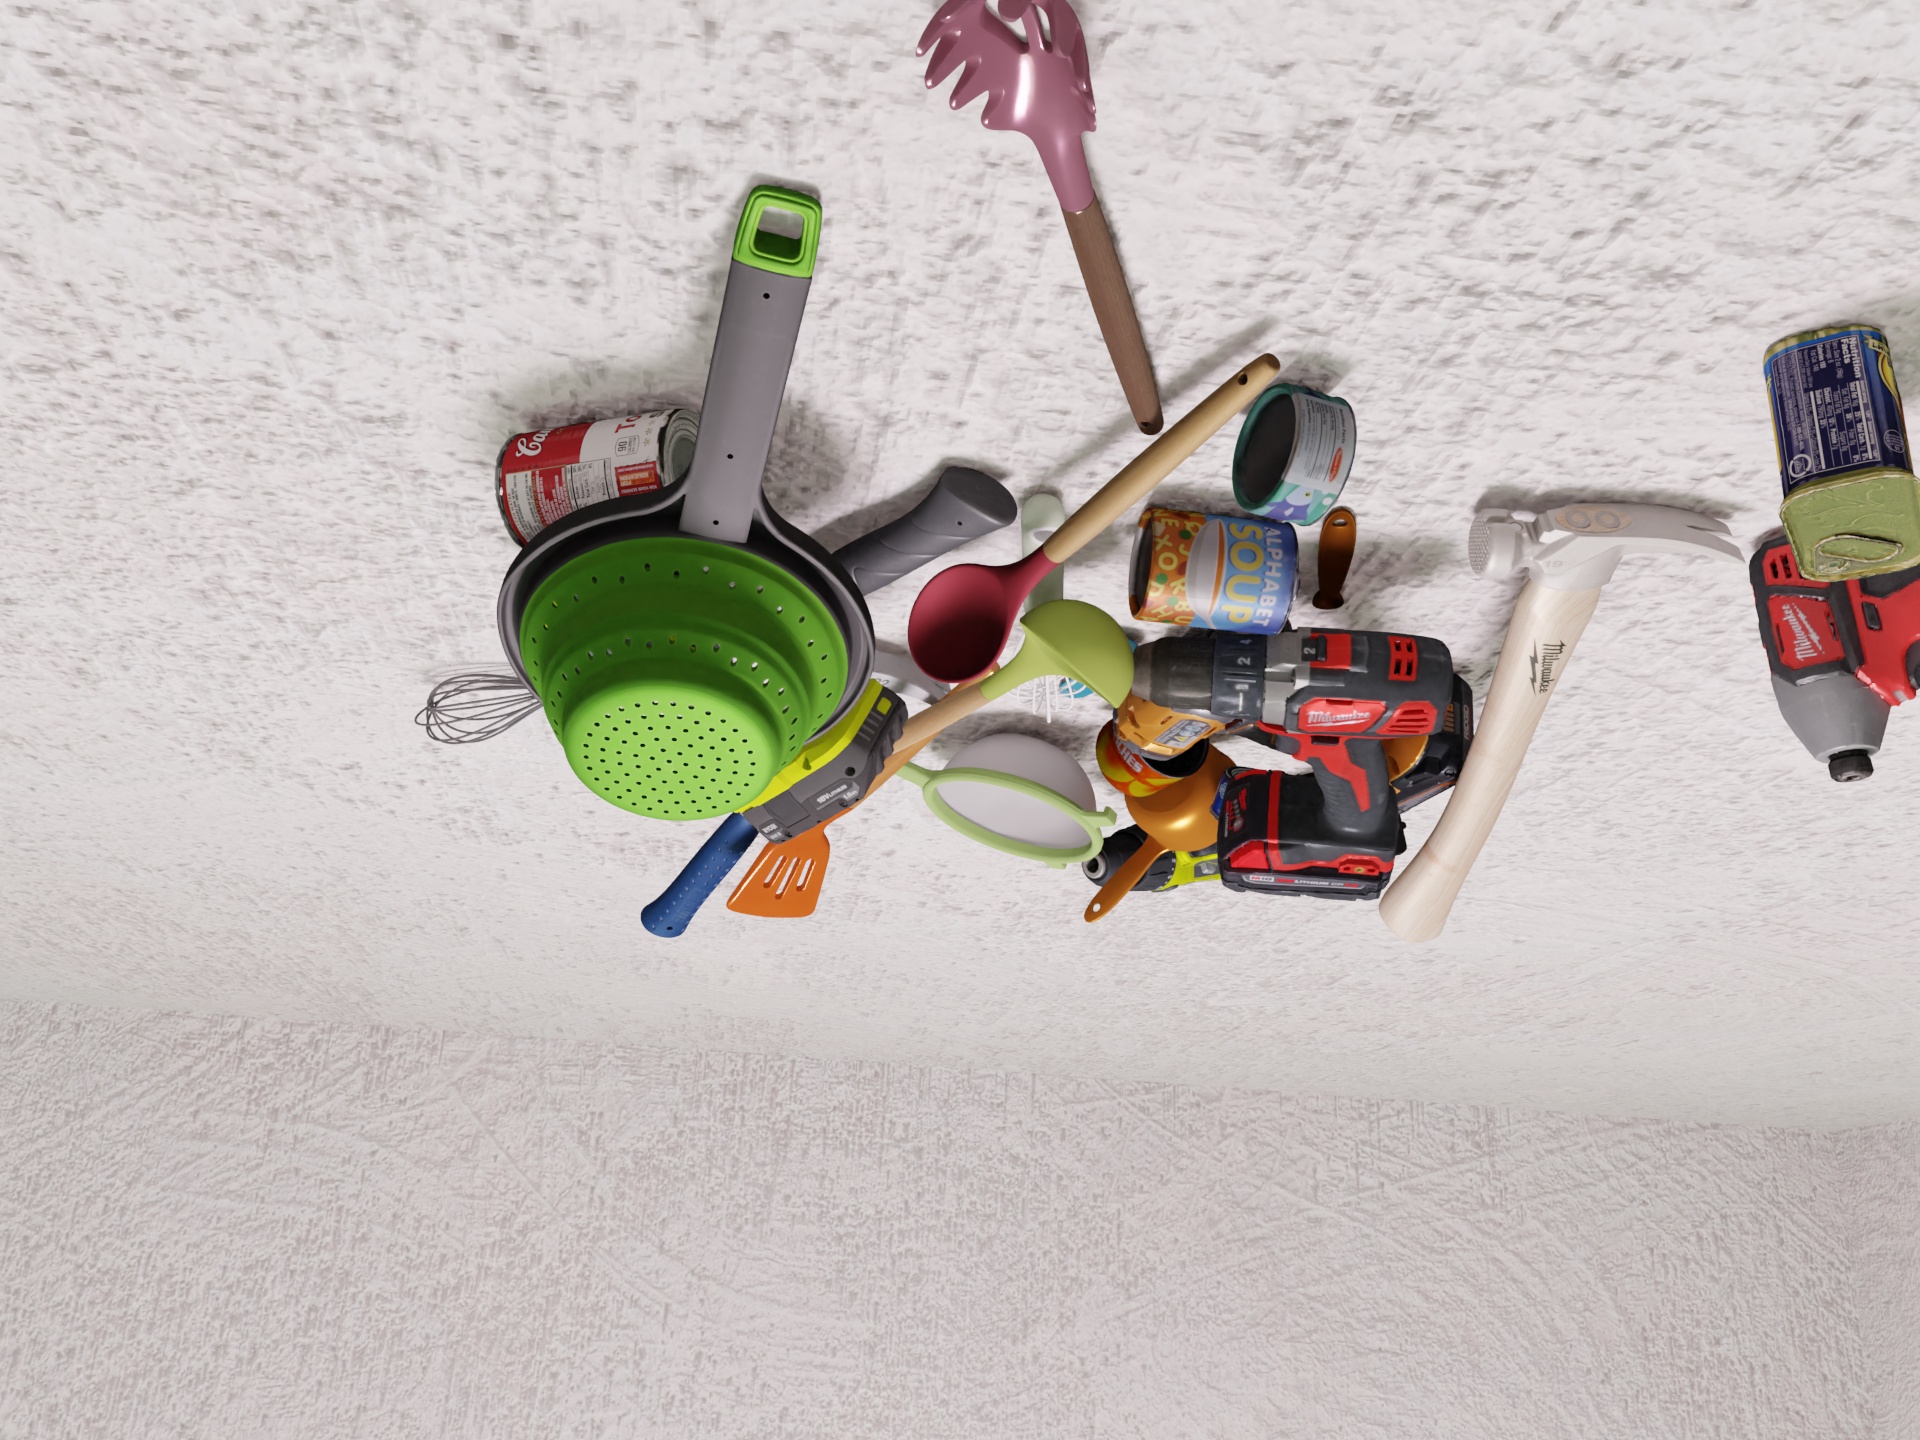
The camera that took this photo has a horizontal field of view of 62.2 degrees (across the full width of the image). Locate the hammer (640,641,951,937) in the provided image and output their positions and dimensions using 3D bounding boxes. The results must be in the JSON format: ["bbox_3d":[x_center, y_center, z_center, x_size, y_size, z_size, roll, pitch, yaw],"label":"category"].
[{"bbox_3d":[-0.151,0.067,1.244,0.144,0.035,0.405,8,144,-32],"label":"hammer"}]

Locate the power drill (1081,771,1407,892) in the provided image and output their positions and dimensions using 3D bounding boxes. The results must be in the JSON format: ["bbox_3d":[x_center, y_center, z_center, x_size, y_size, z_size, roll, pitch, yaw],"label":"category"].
[{"bbox_3d":[0.230,0.097,1.316,0.228,0.080,0.190,-18,170,42],"label":"power drill"}]

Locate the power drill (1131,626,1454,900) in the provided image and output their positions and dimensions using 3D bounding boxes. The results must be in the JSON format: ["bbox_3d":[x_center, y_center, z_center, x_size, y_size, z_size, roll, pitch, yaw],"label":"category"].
[{"bbox_3d":[0.202,0.022,1.010,0.188,0.080,0.226,3,145,10],"label":"power drill"}]

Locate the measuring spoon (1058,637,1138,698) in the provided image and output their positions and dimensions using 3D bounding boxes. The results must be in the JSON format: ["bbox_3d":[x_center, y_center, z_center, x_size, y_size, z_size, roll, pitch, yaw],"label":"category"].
[{"bbox_3d":[0.097,-0.038,1.124,0.042,0.021,0.128,26,164,-10],"label":"measuring spoon"}]

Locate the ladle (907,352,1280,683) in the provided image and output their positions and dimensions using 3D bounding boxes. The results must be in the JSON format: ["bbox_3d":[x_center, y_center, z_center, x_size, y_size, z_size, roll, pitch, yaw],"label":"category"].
[{"bbox_3d":[0.063,-0.105,0.857,0.031,0.069,0.315,-12,164,-38],"label":"ladle"}]

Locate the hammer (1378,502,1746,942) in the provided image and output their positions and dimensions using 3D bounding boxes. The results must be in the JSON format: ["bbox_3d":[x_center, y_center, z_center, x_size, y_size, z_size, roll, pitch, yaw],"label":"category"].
[{"bbox_3d":[0.355,0.022,1.026,0.146,0.038,0.410,0,140,-1],"label":"hammer"}]

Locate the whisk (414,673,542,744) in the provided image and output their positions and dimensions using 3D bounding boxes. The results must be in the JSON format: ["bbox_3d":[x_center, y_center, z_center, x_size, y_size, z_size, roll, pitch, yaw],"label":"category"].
[{"bbox_3d":[-0.304,-0.022,1.178,0.239,0.055,0.055,-10,156,21],"label":"whisk"}]

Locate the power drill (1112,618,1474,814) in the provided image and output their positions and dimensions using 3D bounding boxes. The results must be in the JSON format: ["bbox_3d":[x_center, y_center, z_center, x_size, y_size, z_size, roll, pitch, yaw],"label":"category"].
[{"bbox_3d":[0.240,-0.010,1.089,0.226,0.084,0.185,14,155,-14],"label":"power drill"}]

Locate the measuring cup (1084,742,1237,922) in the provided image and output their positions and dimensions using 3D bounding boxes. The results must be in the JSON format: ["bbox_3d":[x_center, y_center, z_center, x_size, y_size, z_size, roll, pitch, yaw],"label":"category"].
[{"bbox_3d":[0.144,0.085,1.247,0.052,0.173,0.095,38,-176,-47],"label":"measuring cup"}]

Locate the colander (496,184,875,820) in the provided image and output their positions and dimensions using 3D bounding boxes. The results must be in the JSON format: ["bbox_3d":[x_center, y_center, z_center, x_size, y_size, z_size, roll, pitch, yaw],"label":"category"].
[{"bbox_3d":[-0.126,-0.067,0.783,0.204,0.095,0.396,11,136,-12],"label":"colander"}]

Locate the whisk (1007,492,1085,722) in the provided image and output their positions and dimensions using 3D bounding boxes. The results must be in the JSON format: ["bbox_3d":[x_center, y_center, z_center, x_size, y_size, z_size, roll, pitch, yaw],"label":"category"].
[{"bbox_3d":[0.053,-0.068,1.004,0.058,0.059,0.246,-3,154,2],"label":"whisk"}]

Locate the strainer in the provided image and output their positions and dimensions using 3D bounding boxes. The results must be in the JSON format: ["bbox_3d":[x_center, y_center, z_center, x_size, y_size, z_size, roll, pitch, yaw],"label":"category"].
[{"bbox_3d":[0.002,0.033,1.274,0.256,0.069,0.151,23,157,-4],"label":"strainer"}]

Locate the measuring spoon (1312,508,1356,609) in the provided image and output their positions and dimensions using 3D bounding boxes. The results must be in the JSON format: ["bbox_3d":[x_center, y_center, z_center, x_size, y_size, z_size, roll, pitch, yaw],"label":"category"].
[{"bbox_3d":[0.224,-0.098,0.955,0.021,0.011,0.116,1,156,9],"label":"measuring spoon"}]

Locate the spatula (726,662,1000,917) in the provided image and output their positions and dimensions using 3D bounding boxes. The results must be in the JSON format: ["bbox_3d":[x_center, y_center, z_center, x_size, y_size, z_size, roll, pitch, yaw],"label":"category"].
[{"bbox_3d":[-0.067,0.055,1.181,0.081,0.041,0.322,11,141,-36],"label":"spatula"}]

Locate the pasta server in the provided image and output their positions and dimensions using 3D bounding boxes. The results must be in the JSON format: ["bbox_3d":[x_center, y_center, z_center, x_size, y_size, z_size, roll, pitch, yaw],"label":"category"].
[{"bbox_3d":[0.053,-0.198,0.673,0.060,0.040,0.316,9,163,20],"label":"pasta server"}]

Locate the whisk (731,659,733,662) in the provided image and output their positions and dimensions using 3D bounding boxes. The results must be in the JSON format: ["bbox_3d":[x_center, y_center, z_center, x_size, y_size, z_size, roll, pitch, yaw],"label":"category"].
[{"bbox_3d":[-0.173,0.002,1.210,0.070,0.070,0.284,2,155,3],"label":"whisk"}]

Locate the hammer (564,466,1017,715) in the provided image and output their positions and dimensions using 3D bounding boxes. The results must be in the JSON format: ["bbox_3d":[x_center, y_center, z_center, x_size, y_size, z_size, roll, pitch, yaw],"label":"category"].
[{"bbox_3d":[-0.118,-0.061,1.010,0.409,0.036,0.149,-23,121,42],"label":"hammer"}]

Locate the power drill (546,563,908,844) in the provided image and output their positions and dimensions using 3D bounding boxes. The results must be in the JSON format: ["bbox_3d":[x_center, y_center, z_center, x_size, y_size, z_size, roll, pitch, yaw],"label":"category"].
[{"bbox_3d":[-0.147,-0.036,0.970,0.223,0.080,0.171,43,137,-17],"label":"power drill"}]

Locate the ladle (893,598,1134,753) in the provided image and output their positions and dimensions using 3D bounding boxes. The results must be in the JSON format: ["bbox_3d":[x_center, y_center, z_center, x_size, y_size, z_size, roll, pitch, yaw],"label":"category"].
[{"bbox_3d":[-0.002,-0.003,1.035,0.078,0.062,0.320,41,144,-17],"label":"ladle"}]

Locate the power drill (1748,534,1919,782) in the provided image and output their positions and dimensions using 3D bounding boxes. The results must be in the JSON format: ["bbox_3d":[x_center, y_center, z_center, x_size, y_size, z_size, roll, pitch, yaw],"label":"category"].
[{"bbox_3d":[0.541,-0.054,0.836,0.219,0.143,0.078,-18,153,39],"label":"power drill"}]
